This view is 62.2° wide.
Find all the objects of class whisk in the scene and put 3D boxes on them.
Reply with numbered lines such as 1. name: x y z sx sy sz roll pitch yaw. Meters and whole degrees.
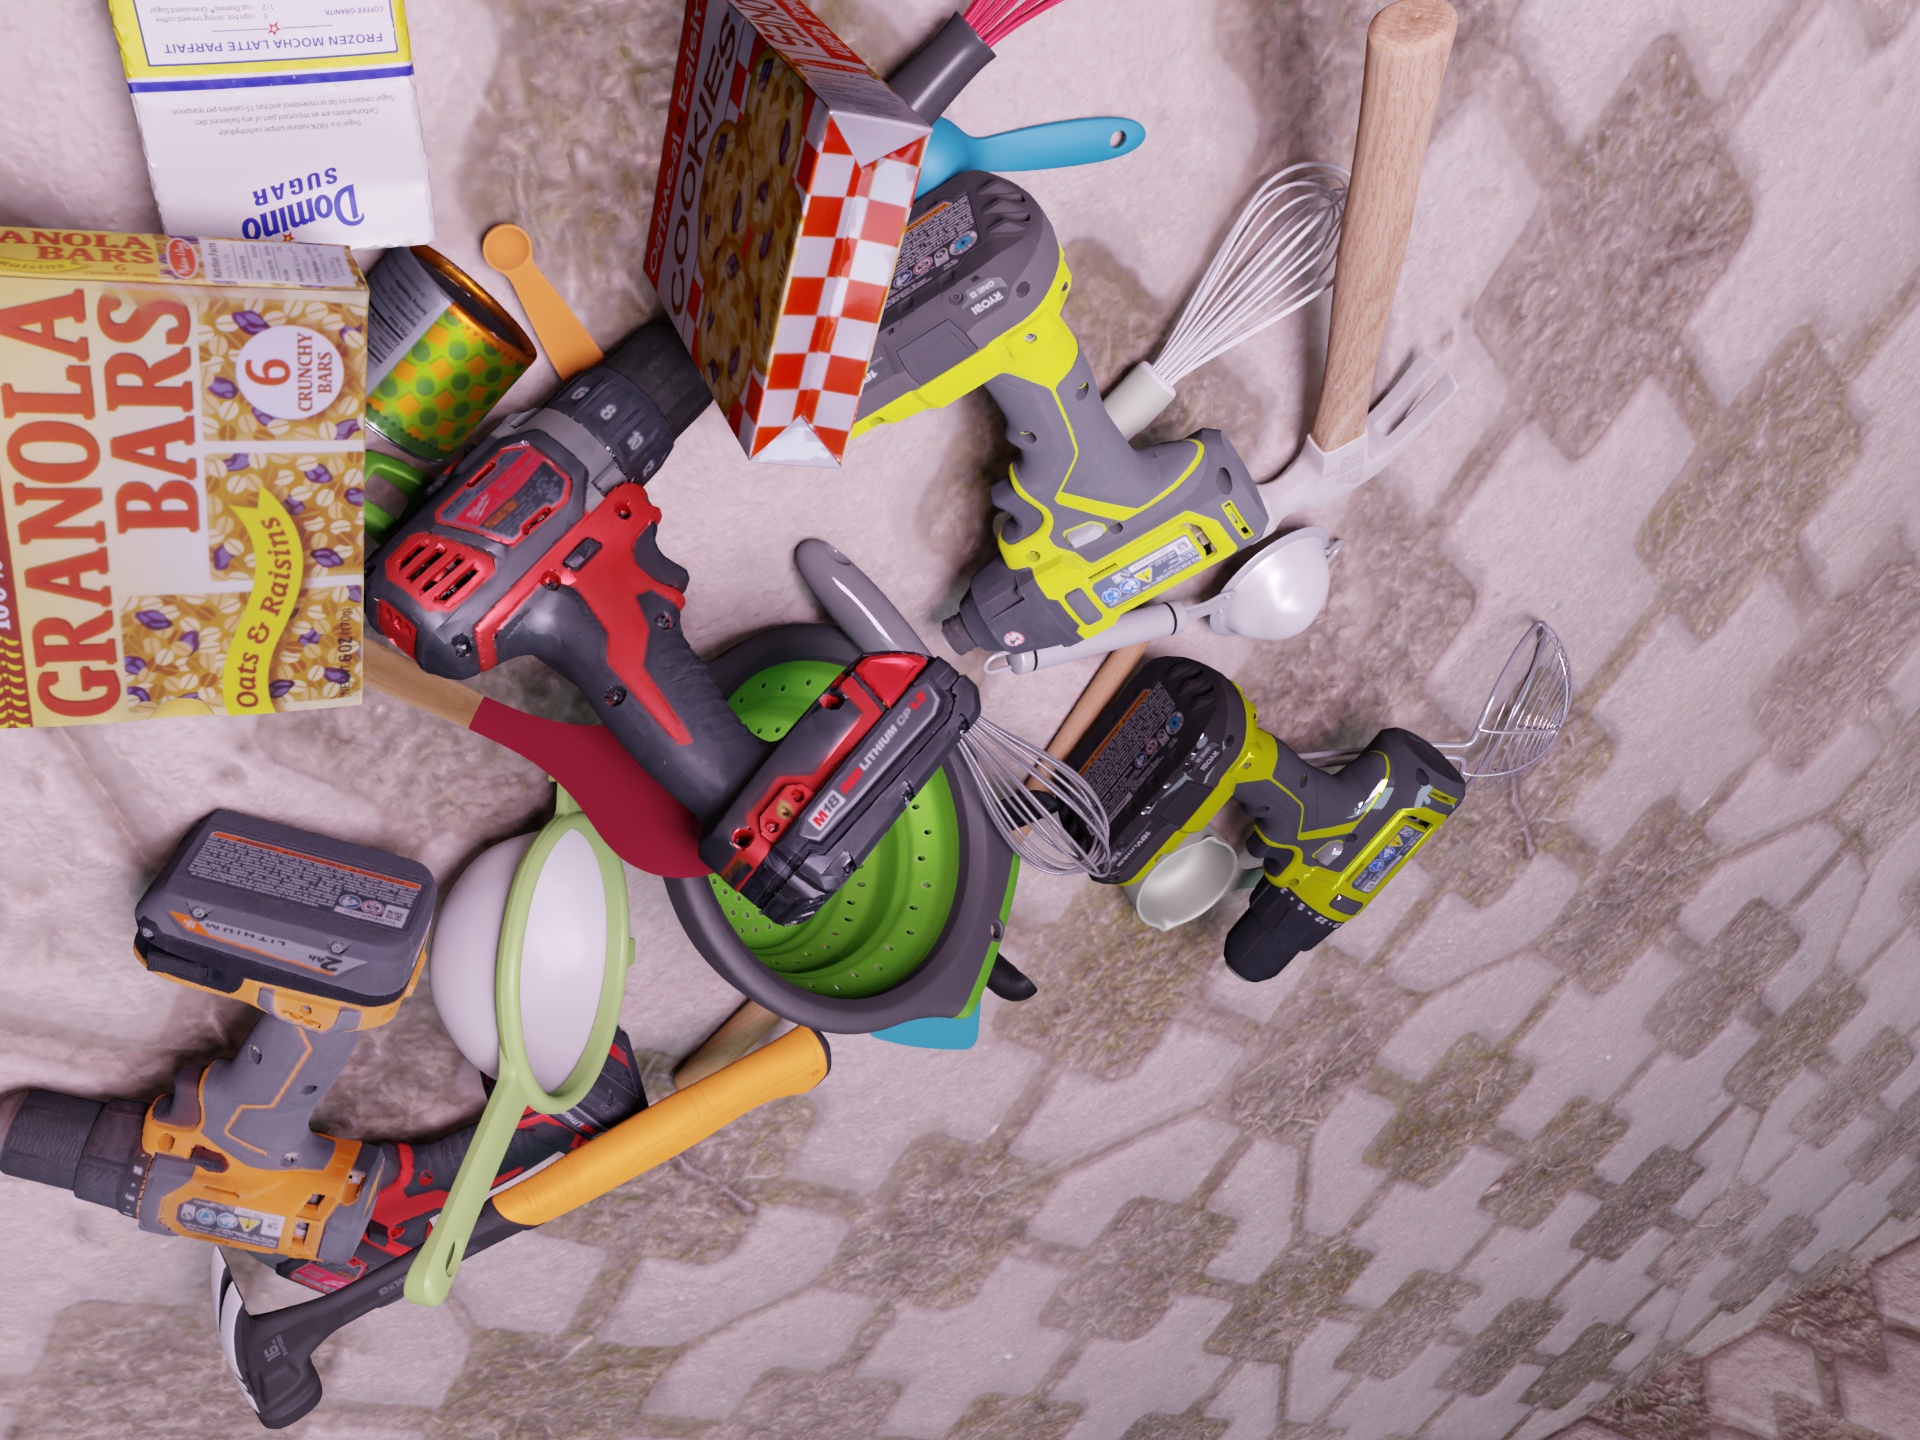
1. whisk: 0.000 -0.004 0.817 0.055 0.055 0.238 -40 107 6
2. whisk: -0.086 0.150 0.962 0.245 0.051 0.047 -44 142 14
3. whisk: 0.020 -0.288 0.633 0.296 0.073 0.073 -42 136 15
4. whisk: 0.105 -0.175 0.791 0.059 0.058 0.246 42 107 -11

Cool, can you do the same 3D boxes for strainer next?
1. strainer: 0.125 -0.057 0.888 0.258 0.050 0.086 -15 147 -25
2. strainer: -0.232 0.156 0.766 0.069 0.257 0.151 3 134 10

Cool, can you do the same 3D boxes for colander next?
1. colander: -0.141 0.015 0.773 0.396 0.205 0.094 39 143 -29

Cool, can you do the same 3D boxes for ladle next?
1. ladle: -0.222 -0.016 0.652 0.315 0.031 0.069 26 89 -13

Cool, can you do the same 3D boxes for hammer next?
1. hammer: -0.213 0.241 0.833 0.337 0.034 0.127 -24 140 -30
2. hammer: 0.194 -0.202 0.757 0.130 0.031 0.331 -29 156 -7

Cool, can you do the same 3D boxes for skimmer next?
1. skimmer: 0.242 0.005 1.042 0.363 0.090 0.127 -6 130 -14

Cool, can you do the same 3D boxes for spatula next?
1. spatula: 0.041 0.070 0.966 0.082 0.044 0.317 15 117 -32

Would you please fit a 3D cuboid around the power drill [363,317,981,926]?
1. power drill: -0.101 -0.047 0.649 0.188 0.226 0.080 -51 -179 -24

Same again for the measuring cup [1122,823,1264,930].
1. measuring cup: 0.180 0.096 1.078 0.167 0.038 0.083 -2 128 -32

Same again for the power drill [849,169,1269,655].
1. power drill: 0.021 -0.122 0.734 0.171 0.080 0.223 -28 134 19

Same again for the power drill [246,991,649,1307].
1. power drill: -0.297 0.240 0.893 0.219 0.079 0.143 -34 136 3

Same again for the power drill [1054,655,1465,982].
1. power drill: 0.172 0.068 0.959 0.228 0.080 0.190 22 116 -33

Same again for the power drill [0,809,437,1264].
1. power drill: -0.358 0.156 0.758 0.185 0.084 0.226 17 116 -12

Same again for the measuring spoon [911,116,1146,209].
1. measuring spoon: 0.028 -0.246 0.696 0.128 0.021 0.042 -14 133 -18

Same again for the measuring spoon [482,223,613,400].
1. measuring spoon: -0.167 -0.161 0.667 0.021 0.011 0.116 -35 140 -7
